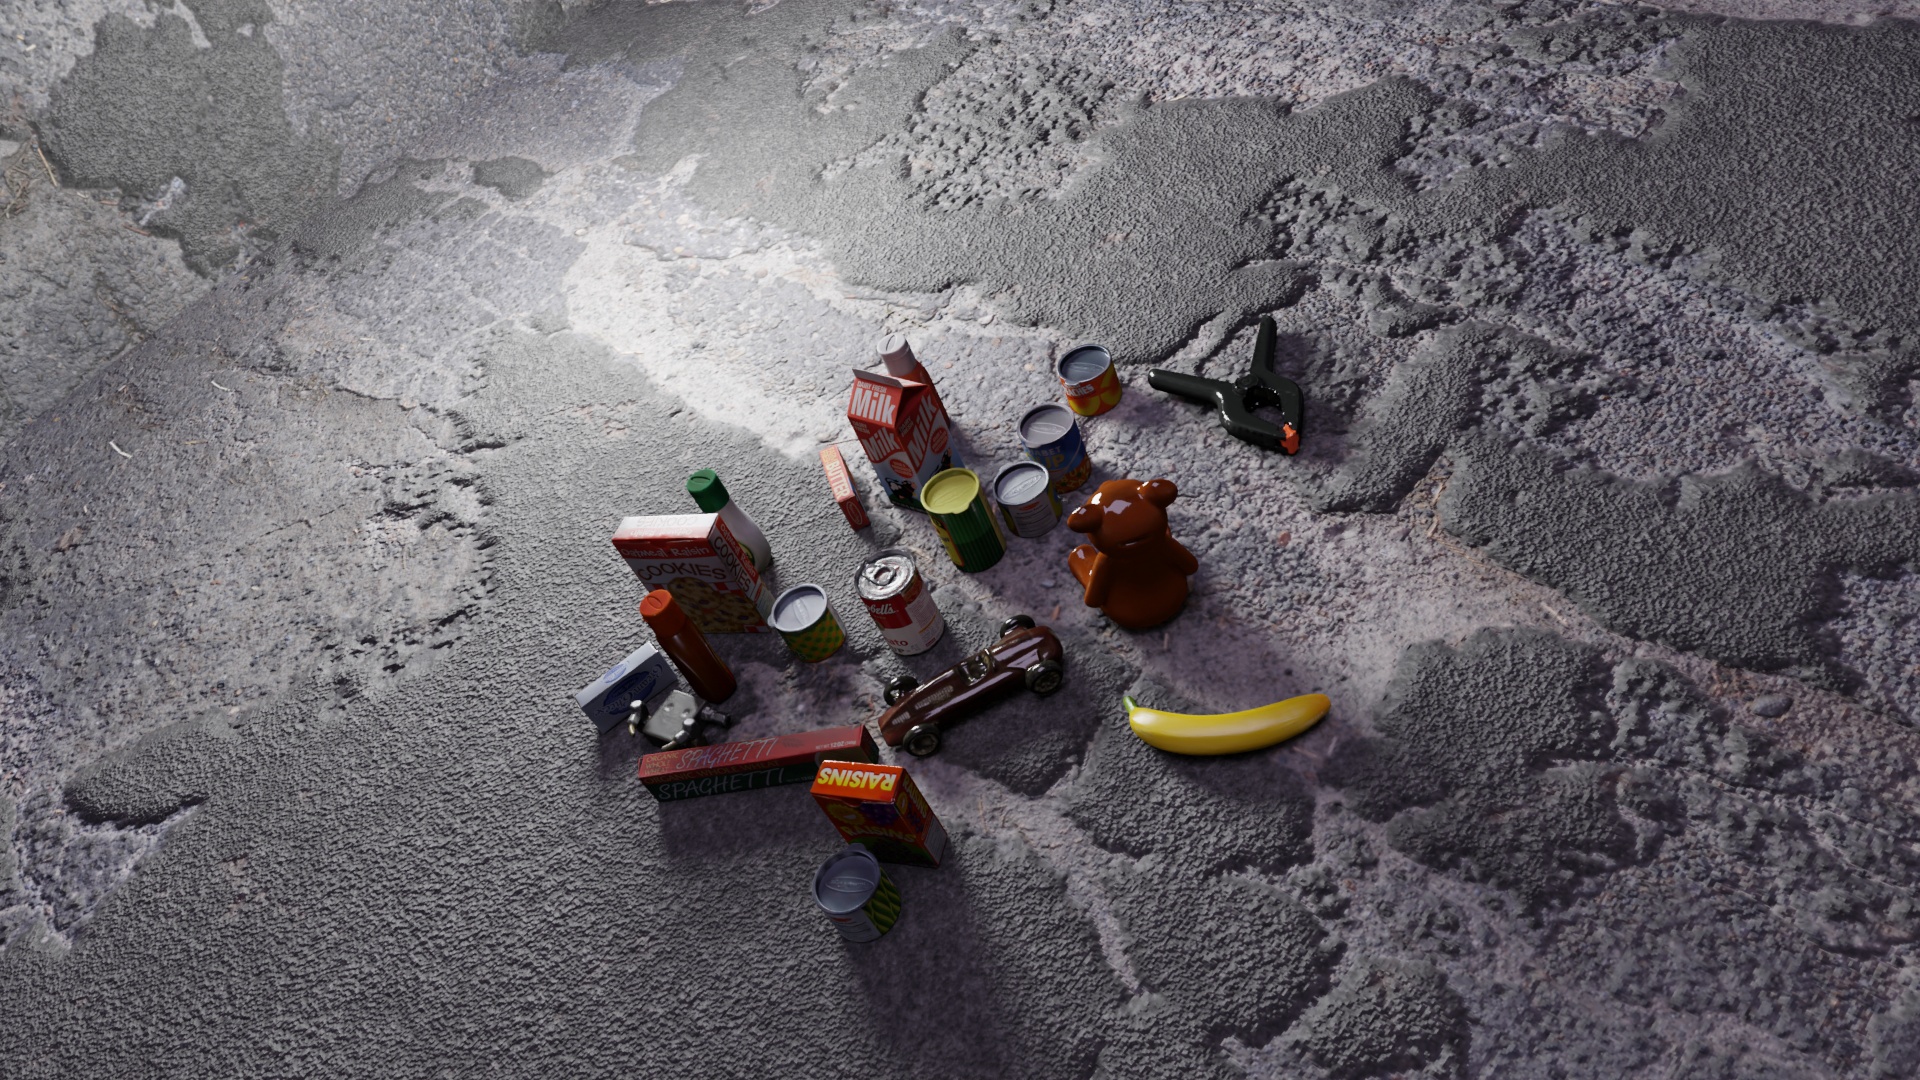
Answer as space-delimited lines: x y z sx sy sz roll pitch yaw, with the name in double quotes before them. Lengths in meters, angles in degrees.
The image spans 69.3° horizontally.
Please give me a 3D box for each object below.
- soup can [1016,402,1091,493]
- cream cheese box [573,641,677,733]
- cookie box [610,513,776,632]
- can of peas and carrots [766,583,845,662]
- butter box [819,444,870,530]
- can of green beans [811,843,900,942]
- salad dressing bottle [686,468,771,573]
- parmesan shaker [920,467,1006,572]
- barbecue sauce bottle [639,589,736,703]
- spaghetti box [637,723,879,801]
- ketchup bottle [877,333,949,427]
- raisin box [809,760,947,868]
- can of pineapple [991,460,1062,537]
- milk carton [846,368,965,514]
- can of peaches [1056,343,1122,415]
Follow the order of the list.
"soup can" 0.105 -0.101 1.560 0.071 0.083 0.072 -12 46 13
"cream cheese box" -0.370 0.163 1.541 0.104 0.053 0.024 -38 45 -13
"cookie box" -0.291 0.040 1.540 0.123 0.166 0.040 -2 49 22
"can of peas and carrots" -0.168 0.092 1.515 0.071 0.058 0.071 -12 46 13
"butter box" -0.138 -0.063 1.652 0.024 0.053 0.104 -25 44 1
"can of green beans" -0.094 0.324 1.267 0.071 0.057 0.071 -12 46 13
"salad dressing bottle" -0.268 -0.021 1.601 0.064 0.147 0.044 9 54 30
"parmesan shaker" 0.005 -0.019 1.512 0.071 0.102 0.072 -12 46 13
"barbecue sauce bottle" -0.294 0.112 1.487 0.044 0.148 0.065 -42 47 -17
"spaghetti box" -0.207 0.227 1.412 0.250 0.050 0.029 -10 46 15
"ketchup bottle" -0.057 -0.181 1.658 0.043 0.148 0.065 -2 49 22
"raisin box" -0.074 0.253 1.278 0.086 0.123 0.040 1 50 25
"can of pineapple" 0.074 -0.047 1.540 0.071 0.057 0.071 -12 46 13
"milk carton" -0.065 -0.121 1.575 0.072 0.189 0.074 17 58 35
"can of peaches" 0.152 -0.187 1.638 0.071 0.057 0.071 -12 46 13
